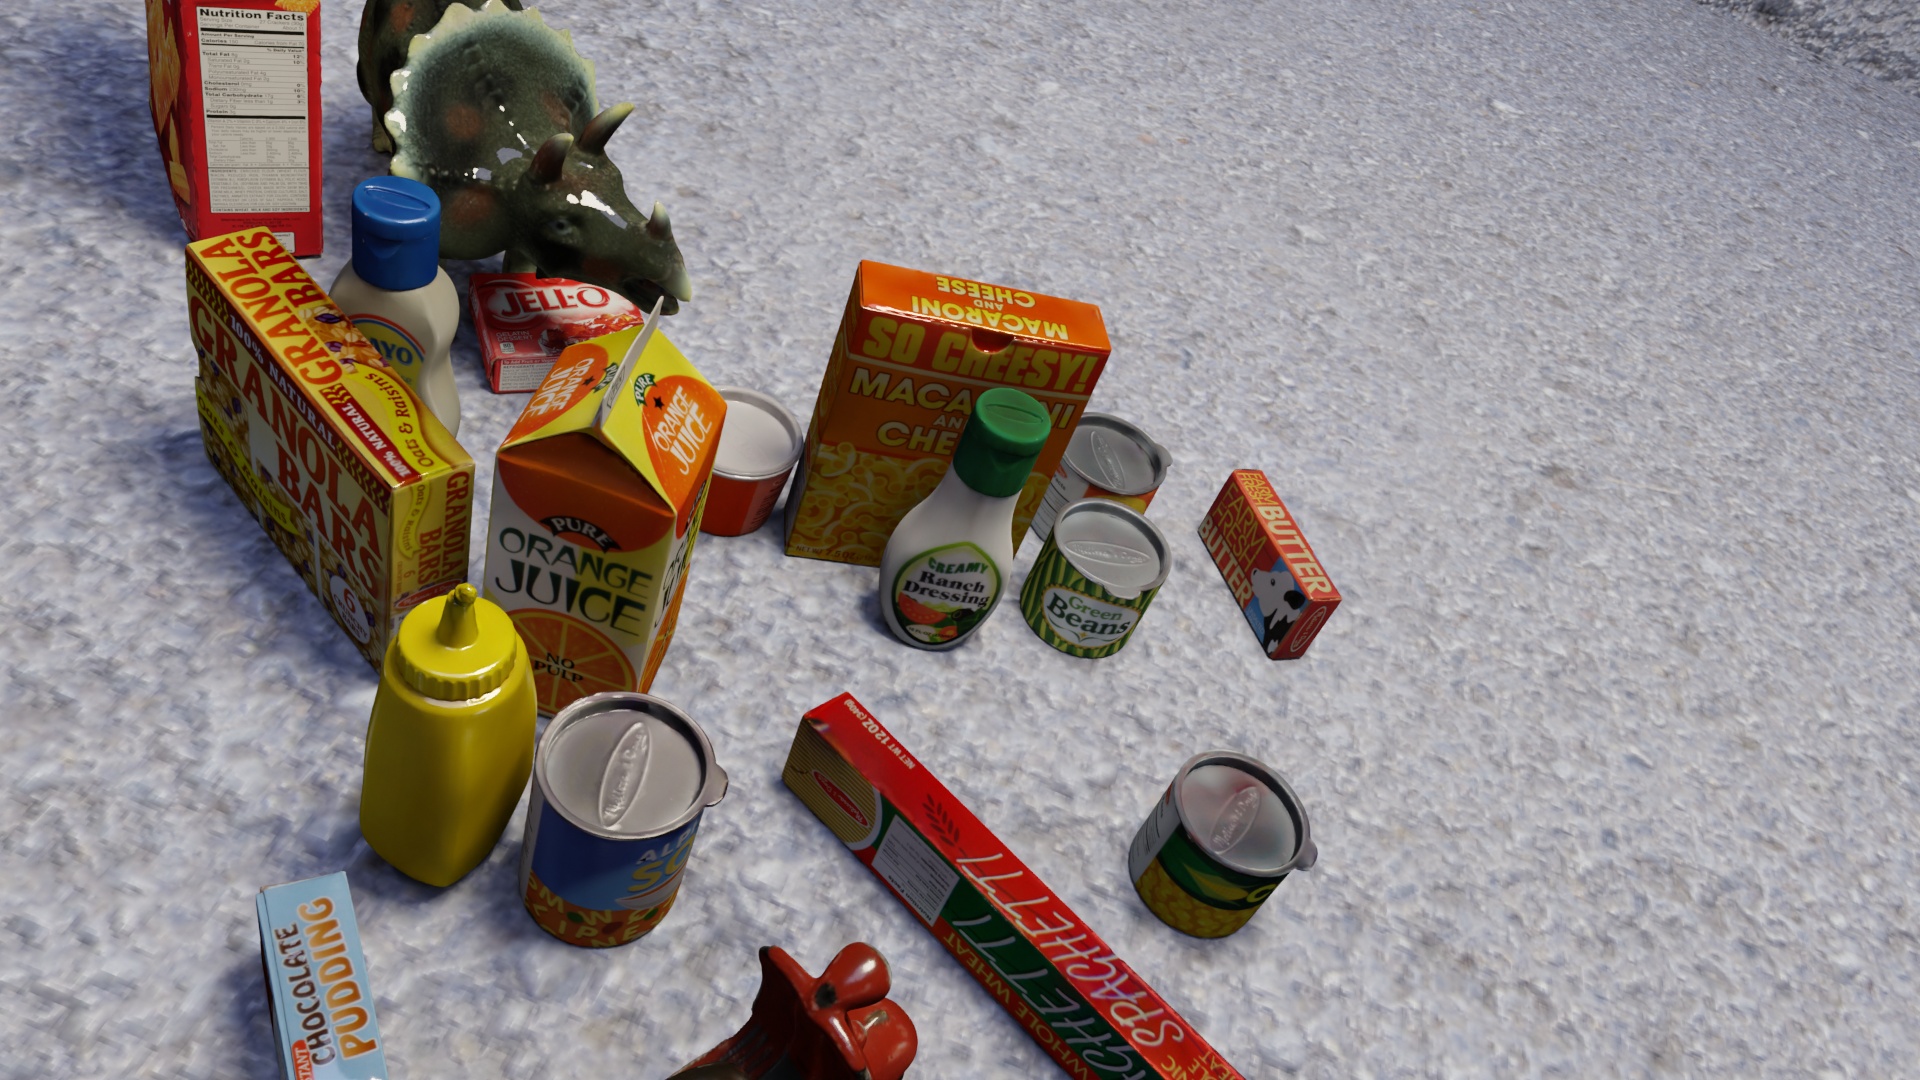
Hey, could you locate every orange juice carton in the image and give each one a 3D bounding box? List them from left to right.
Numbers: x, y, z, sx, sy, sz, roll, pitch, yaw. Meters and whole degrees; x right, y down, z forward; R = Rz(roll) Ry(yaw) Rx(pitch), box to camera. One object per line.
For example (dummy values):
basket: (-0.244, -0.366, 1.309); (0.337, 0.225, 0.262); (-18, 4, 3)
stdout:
orange juice carton: (-0.149, -0.008, 0.577); (0.073, 0.191, 0.072); (19, 42, -5)

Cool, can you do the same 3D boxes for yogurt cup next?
yogurt cup: (-0.120, -0.039, 0.723); (0.072, 0.053, 0.073); (12, 43, -12)

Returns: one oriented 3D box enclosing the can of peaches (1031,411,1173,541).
can of peaches: (0.079, -0.030, 0.797); (0.071, 0.057, 0.071); (12, 43, -12)

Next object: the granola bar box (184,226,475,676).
granola bar box: (-0.275, -0.036, 0.601); (0.166, 0.123, 0.039); (43, 46, 21)

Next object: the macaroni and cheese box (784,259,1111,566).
macaroni and cheese box: (-0.011, -0.053, 0.701); (0.124, 0.165, 0.040); (8, 45, -16)

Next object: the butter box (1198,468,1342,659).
butter box: (0.176, 0.012, 0.799); (0.024, 0.052, 0.104); (-2, 48, -25)

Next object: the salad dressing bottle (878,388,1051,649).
salad dressing bottle: (0.002, -0.008, 0.676); (0.064, 0.146, 0.044); (12, 43, -12)

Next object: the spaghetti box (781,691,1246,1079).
spaghetti box: (0.021, 0.165, 0.581); (0.250, 0.049, 0.029); (41, 45, 19)

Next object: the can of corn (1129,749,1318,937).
can of corn: (0.120, 0.142, 0.641); (0.071, 0.058, 0.071); (12, 43, -12)

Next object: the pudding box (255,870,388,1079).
pudding box: (-0.220, 0.163, 0.479); (0.030, 0.049, 0.084); (-8, 51, -30)

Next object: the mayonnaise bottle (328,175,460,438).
mayonnaise bottle: (-0.266, -0.099, 0.650); (0.065, 0.147, 0.041); (15, 43, -9)

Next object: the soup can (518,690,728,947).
soup can: (-0.133, 0.111, 0.544); (0.071, 0.083, 0.072); (12, 43, -12)

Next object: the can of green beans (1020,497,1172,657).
can of green beans: (0.071, 0.020, 0.743); (0.071, 0.057, 0.071); (12, 43, -12)

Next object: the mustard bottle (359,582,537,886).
mustard bottle: (-0.187, 0.064, 0.511); (0.049, 0.159, 0.066); (26, 42, 3)
